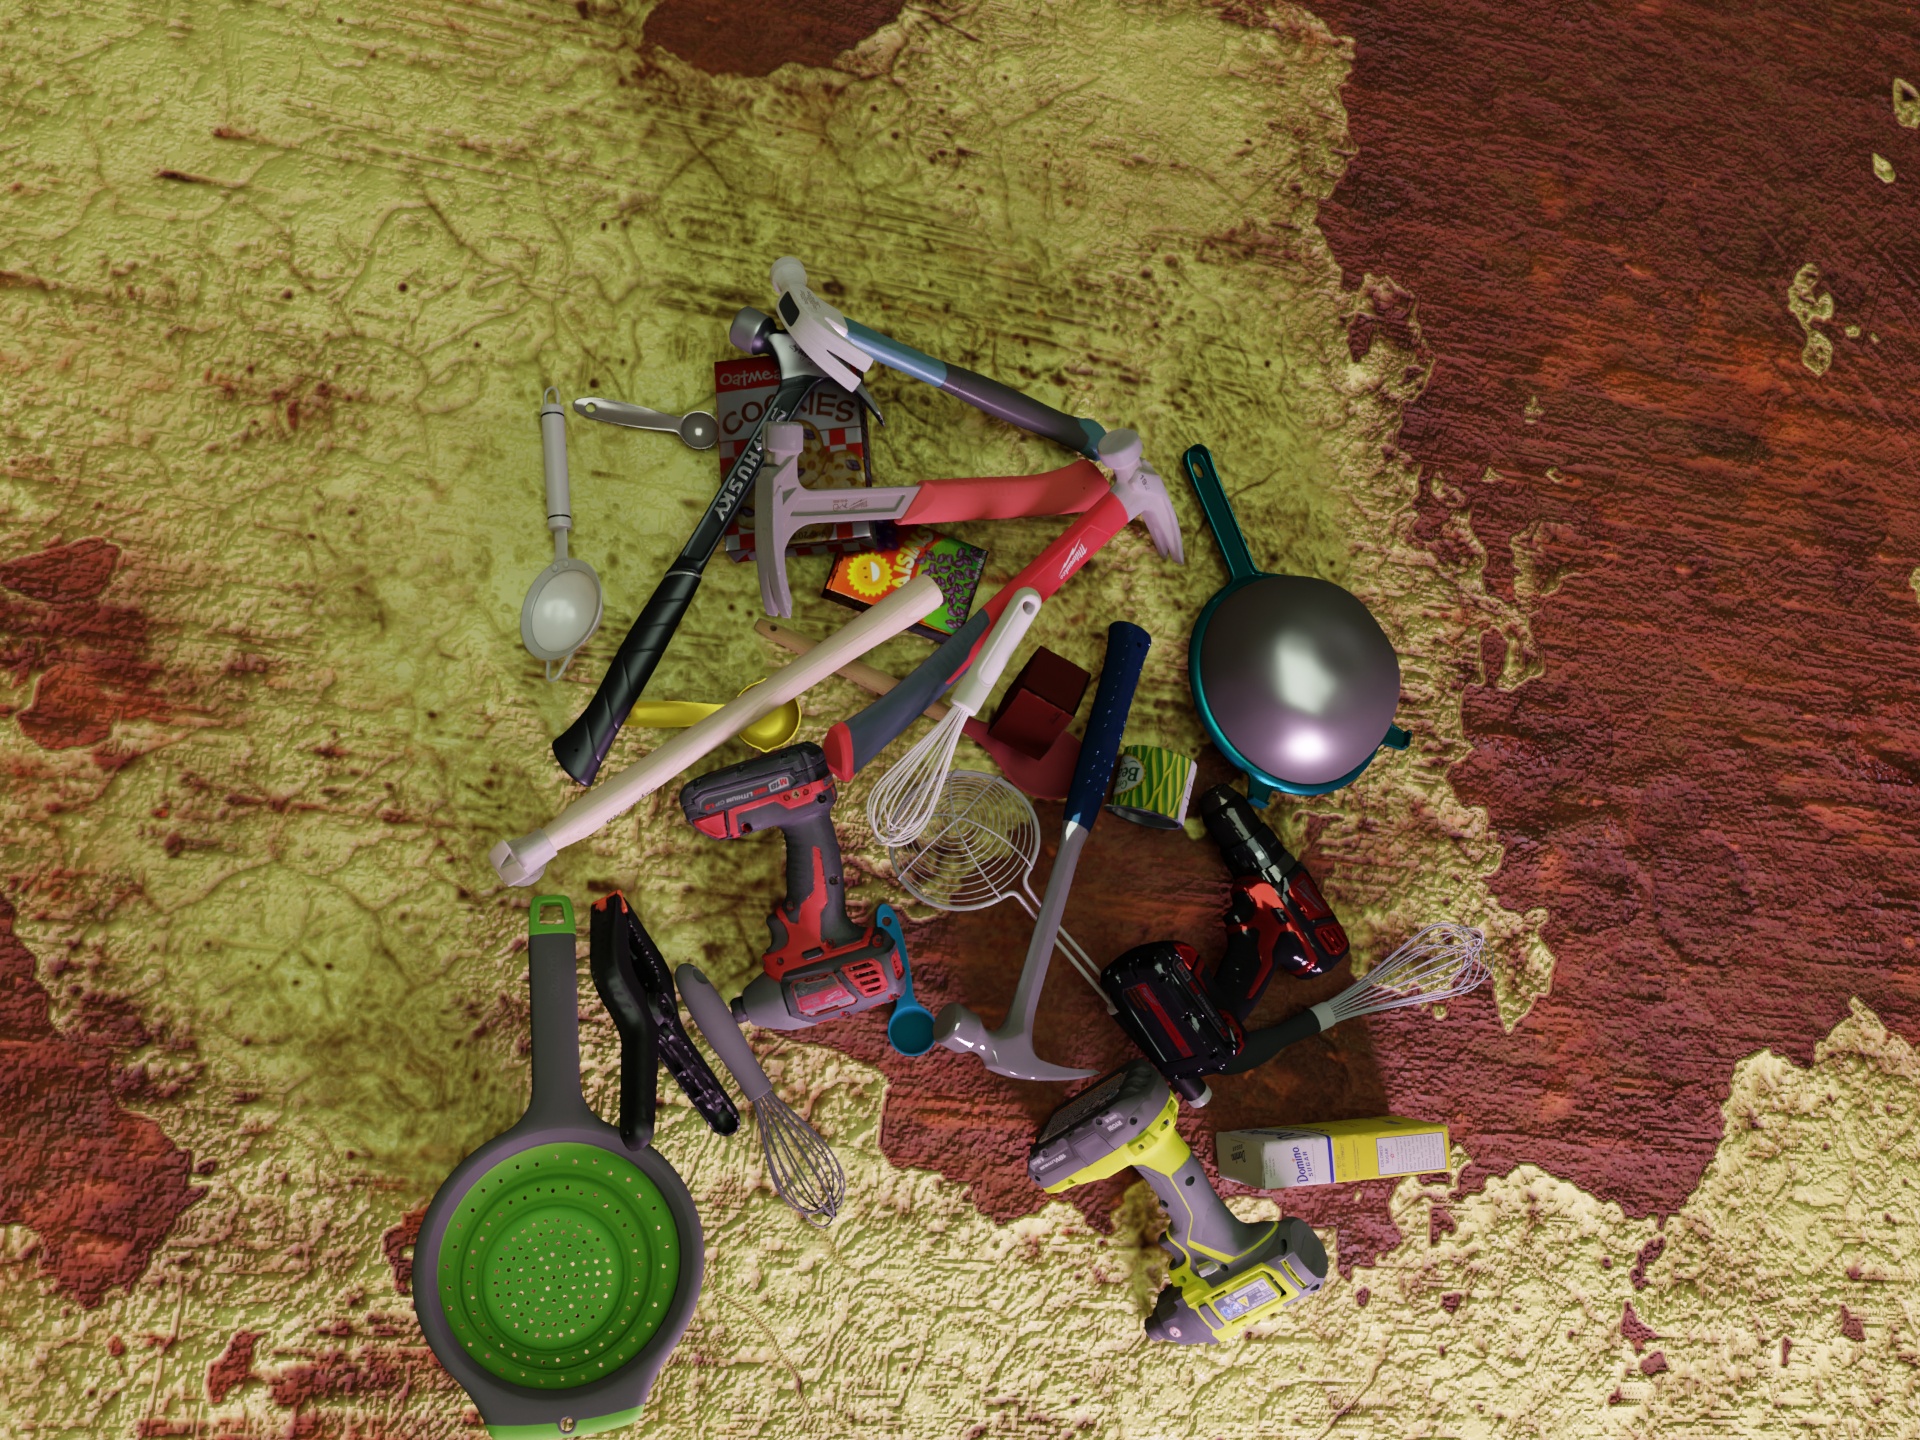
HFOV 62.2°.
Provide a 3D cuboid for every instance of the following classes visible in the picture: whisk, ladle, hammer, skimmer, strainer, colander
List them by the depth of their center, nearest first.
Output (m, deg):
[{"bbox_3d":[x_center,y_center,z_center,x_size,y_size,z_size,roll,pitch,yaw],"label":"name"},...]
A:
[{"bbox_3d":[-0.309,0.332,1.210,0.204,0.094,0.397,0,64,-19],"label":"colander"},{"bbox_3d":[-0.183,0.002,1.242,0.410,0.146,0.038,-35,93,-15],"label":"hammer"},{"bbox_3d":[-0.162,0.296,1.262,0.055,0.055,0.239,-32,92,-18],"label":"whisk"},{"bbox_3d":[-0.210,-0.130,1.289,0.149,0.036,0.409,29,85,8],"label":"hammer"},{"bbox_3d":[-0.324,-0.153,1.296,0.087,0.050,0.258,-13,76,27],"label":"strainer"},{"bbox_3d":[-0.002,-0.004,1.299,0.057,0.059,0.246,35,81,-26],"label":"whisk"},{"bbox_3d":[0.096,0.101,1.313,0.144,0.035,0.406,31,62,-26],"label":"hammer"},{"bbox_3d":[-0.012,-0.173,1.321,0.359,0.037,0.149,-9,104,-39],"label":"hammer"},{"bbox_3d":[-0.007,-0.290,1.350,0.330,0.033,0.128,16,37,-33],"label":"hammer"},{"bbox_3d":[0.039,-0.077,1.355,0.386,0.038,0.143,-43,129,-15],"label":"hammer"},{"bbox_3d":[0.085,0.195,1.362,0.127,0.090,0.363,-45,105,-16],"label":"skimmer"},{"bbox_3d":[-0.032,-0.014,1.363,0.315,0.031,0.069,26,64,-8],"label":"ladle"},{"bbox_3d":[0.348,0.250,1.416,0.284,0.070,0.070,-22,88,-12],"label":"whisk"},{"bbox_3d":[0.291,-0.104,1.417,0.211,0.095,0.340,-19,83,-27],"label":"strainer"}]

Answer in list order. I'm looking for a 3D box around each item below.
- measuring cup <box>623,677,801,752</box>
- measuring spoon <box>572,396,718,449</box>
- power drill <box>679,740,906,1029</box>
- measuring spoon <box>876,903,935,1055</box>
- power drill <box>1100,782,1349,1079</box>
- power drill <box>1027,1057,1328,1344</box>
[{"bbox_3d":[-0.211,-0.003,1.316,0.156,0.029,0.062,1,83,-6],"label":"measuring cup"},{"bbox_3d":[-0.265,-0.252,1.344,0.124,0.018,0.034,11,76,-7],"label":"measuring spoon"},{"bbox_3d":[-0.141,0.138,1.274,0.143,0.078,0.219,-18,93,6],"label":"power drill"},{"bbox_3d":[-0.052,0.217,1.330,0.042,0.021,0.129,-10,75,-16],"label":"measuring spoon"},{"bbox_3d":[0.221,0.175,1.355,0.227,0.080,0.188,-35,92,-38],"label":"power drill"},{"bbox_3d":[0.165,0.404,1.299,0.171,0.080,0.223,-39,92,27],"label":"power drill"}]
